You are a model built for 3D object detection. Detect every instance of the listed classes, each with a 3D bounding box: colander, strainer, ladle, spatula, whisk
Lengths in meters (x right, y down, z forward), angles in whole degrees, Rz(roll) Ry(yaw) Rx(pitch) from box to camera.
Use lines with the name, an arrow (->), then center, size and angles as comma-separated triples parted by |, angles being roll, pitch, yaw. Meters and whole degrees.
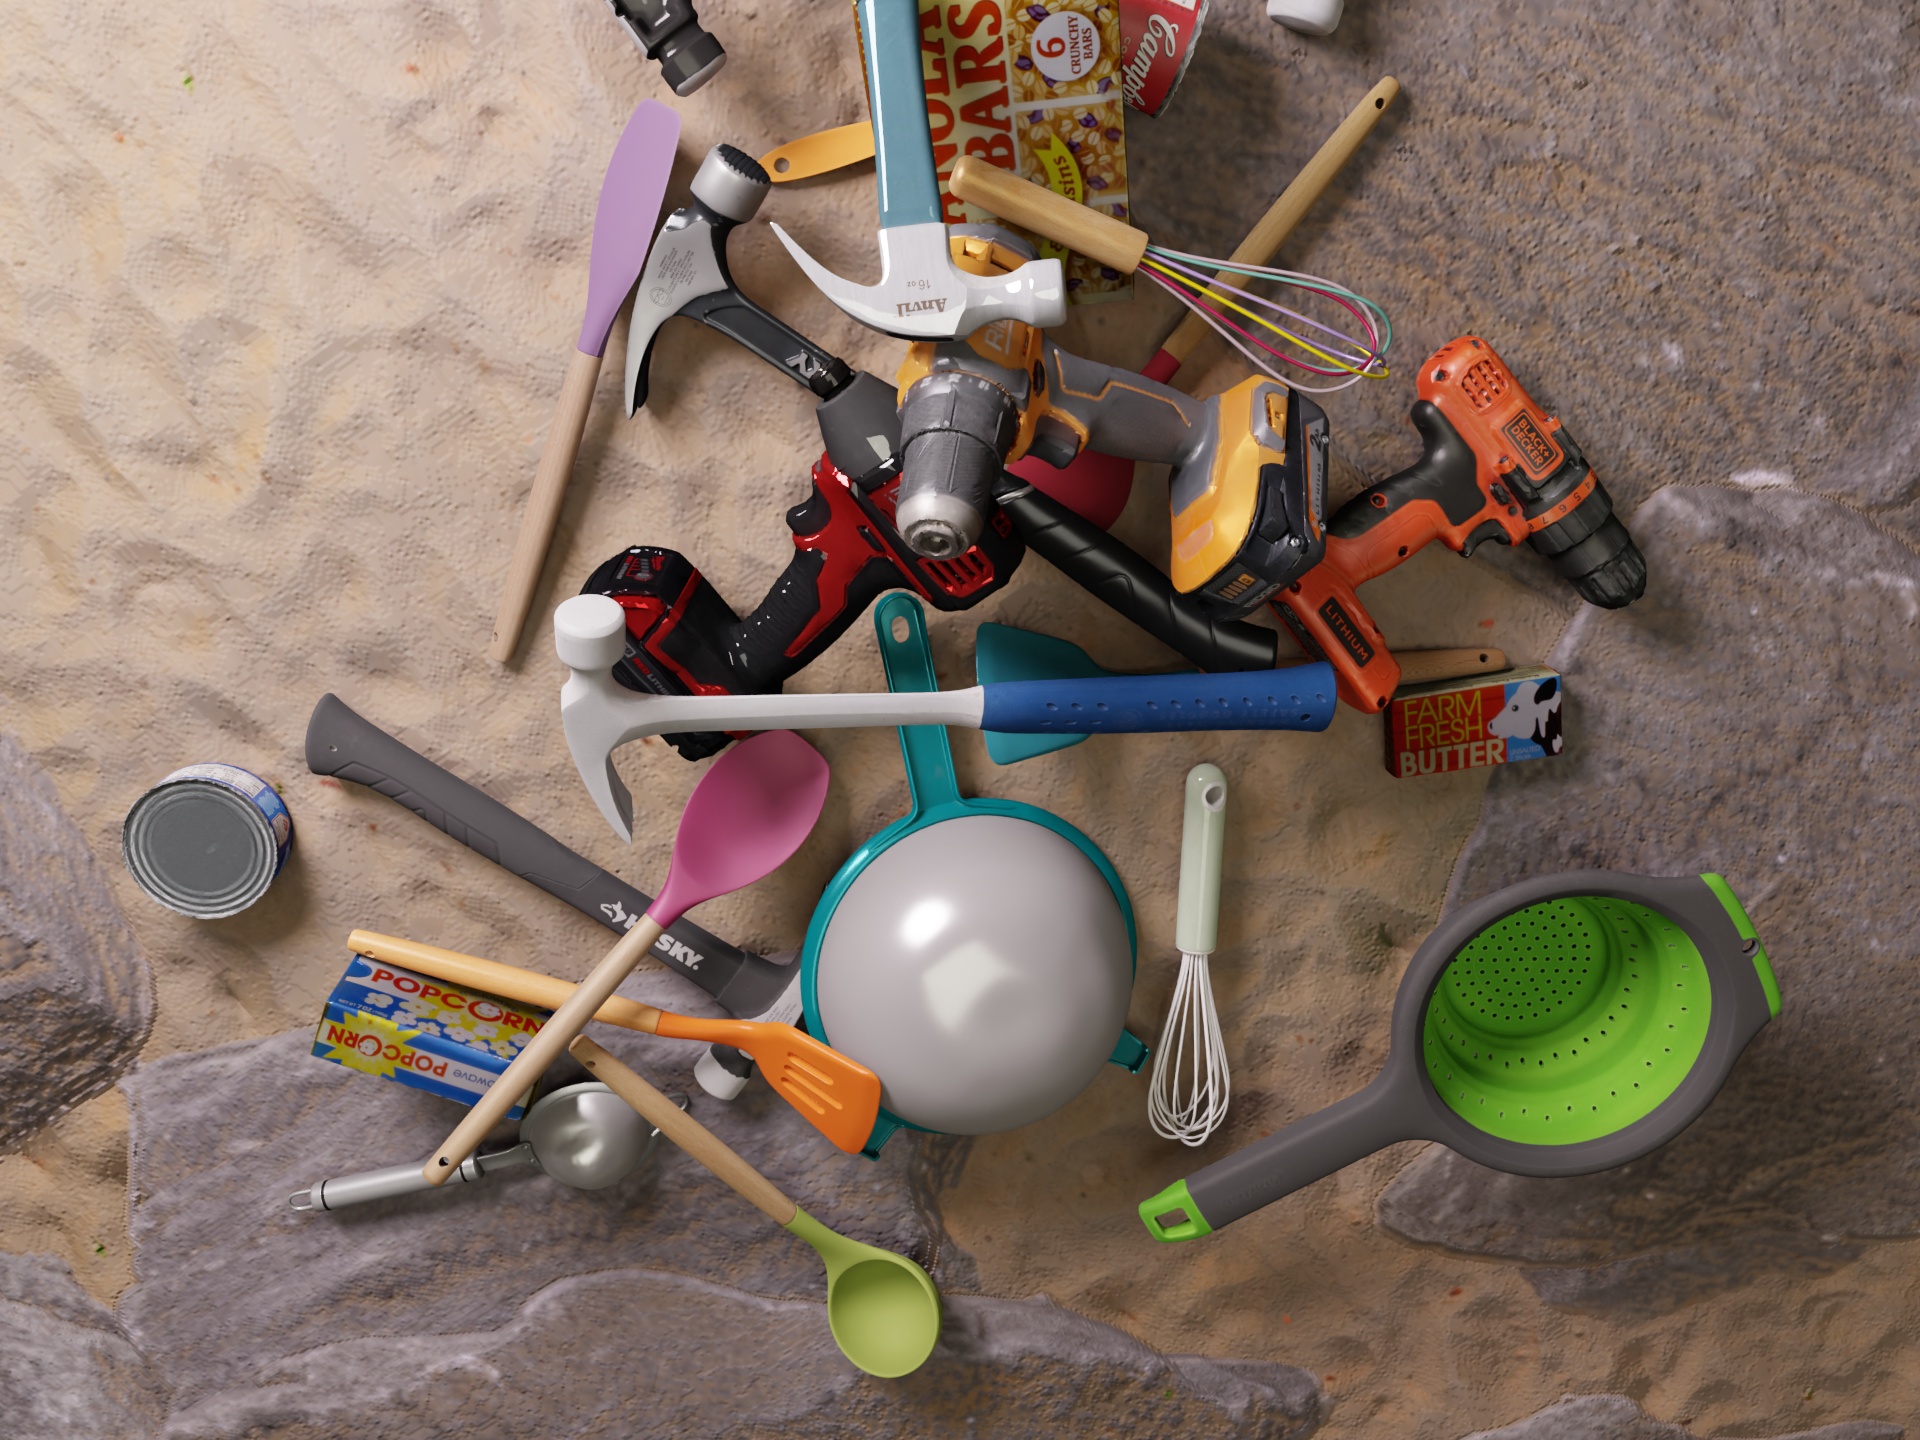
colander -> 0.286, 0.206, 0.981 | 0.397, 0.094, 0.204 | -29, 107, 9
strainer -> -0.296, 0.278, 0.989 | 0.258, 0.050, 0.086 | -12, 122, 3
ladle -> -0.123, 0.297, 0.971 | 0.078, 0.062, 0.320 | -34, 117, 18
strainer -> 0.006, 0.097, 0.905 | 0.211, 0.095, 0.340 | -15, 106, -13
spatula -> -0.202, 0.176, 0.926 | 0.322, 0.041, 0.081 | 16, 131, -2
spatula -> -0.208, -0.175, 0.857 | 0.018, 0.060, 0.315 | 2, 117, -45
whisk -> 0.144, 0.146, 0.976 | 0.057, 0.059, 0.246 | -3, 103, -23
whisk -> 0.109, -0.223, 0.792 | 0.245, 0.051, 0.047 | 21, 61, -11
spatula -> 0.166, -0.025, 0.924 | 0.317, 0.044, 0.082 | -5, 81, -4
ladle -> 0.133, -0.220, 0.873 | 0.069, 0.031, 0.315 | 37, 100, -15

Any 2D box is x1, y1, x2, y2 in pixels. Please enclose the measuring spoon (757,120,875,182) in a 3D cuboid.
measuring spoon -> -0.052, -0.305, 0.841 | 0.117, 0.011, 0.021 | -15, 90, 4

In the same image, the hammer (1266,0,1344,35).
hammer -> 0.028, -0.468, 0.781 | 0.386, 0.038, 0.143 | 14, 104, -8

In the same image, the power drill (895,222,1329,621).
power drill -> 0.071, -0.128, 0.788 | 0.226, 0.185, 0.084 | 23, 146, -20

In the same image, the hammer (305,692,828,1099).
hammer -> -0.231, 0.086, 0.936 | 0.334, 0.035, 0.146 | 34, 103, -13

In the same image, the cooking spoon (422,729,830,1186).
cooking spoon -> -0.190, 0.133, 0.901 | 0.068, 0.017, 0.319 | 41, 80, -4

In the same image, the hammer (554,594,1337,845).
hammer -> -0.001, -0.003, 0.838 | 0.405, 0.035, 0.144 | -1, 131, -10

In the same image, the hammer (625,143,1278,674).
hammer -> 0.005, -0.128, 0.860 | 0.408, 0.036, 0.149 | 33, 119, -11

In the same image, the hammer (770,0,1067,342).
hammer -> -0.033, -0.335, 0.711 | 0.128, 0.033, 0.331 | -6, 94, 5

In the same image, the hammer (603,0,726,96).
hammer -> -0.040, -0.448, 0.744 | 0.337, 0.034, 0.127 | -36, 106, 5

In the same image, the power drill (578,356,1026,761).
power drill -> -0.091, -0.085, 0.839 | 0.219, 0.079, 0.143 | -31, 114, 20
